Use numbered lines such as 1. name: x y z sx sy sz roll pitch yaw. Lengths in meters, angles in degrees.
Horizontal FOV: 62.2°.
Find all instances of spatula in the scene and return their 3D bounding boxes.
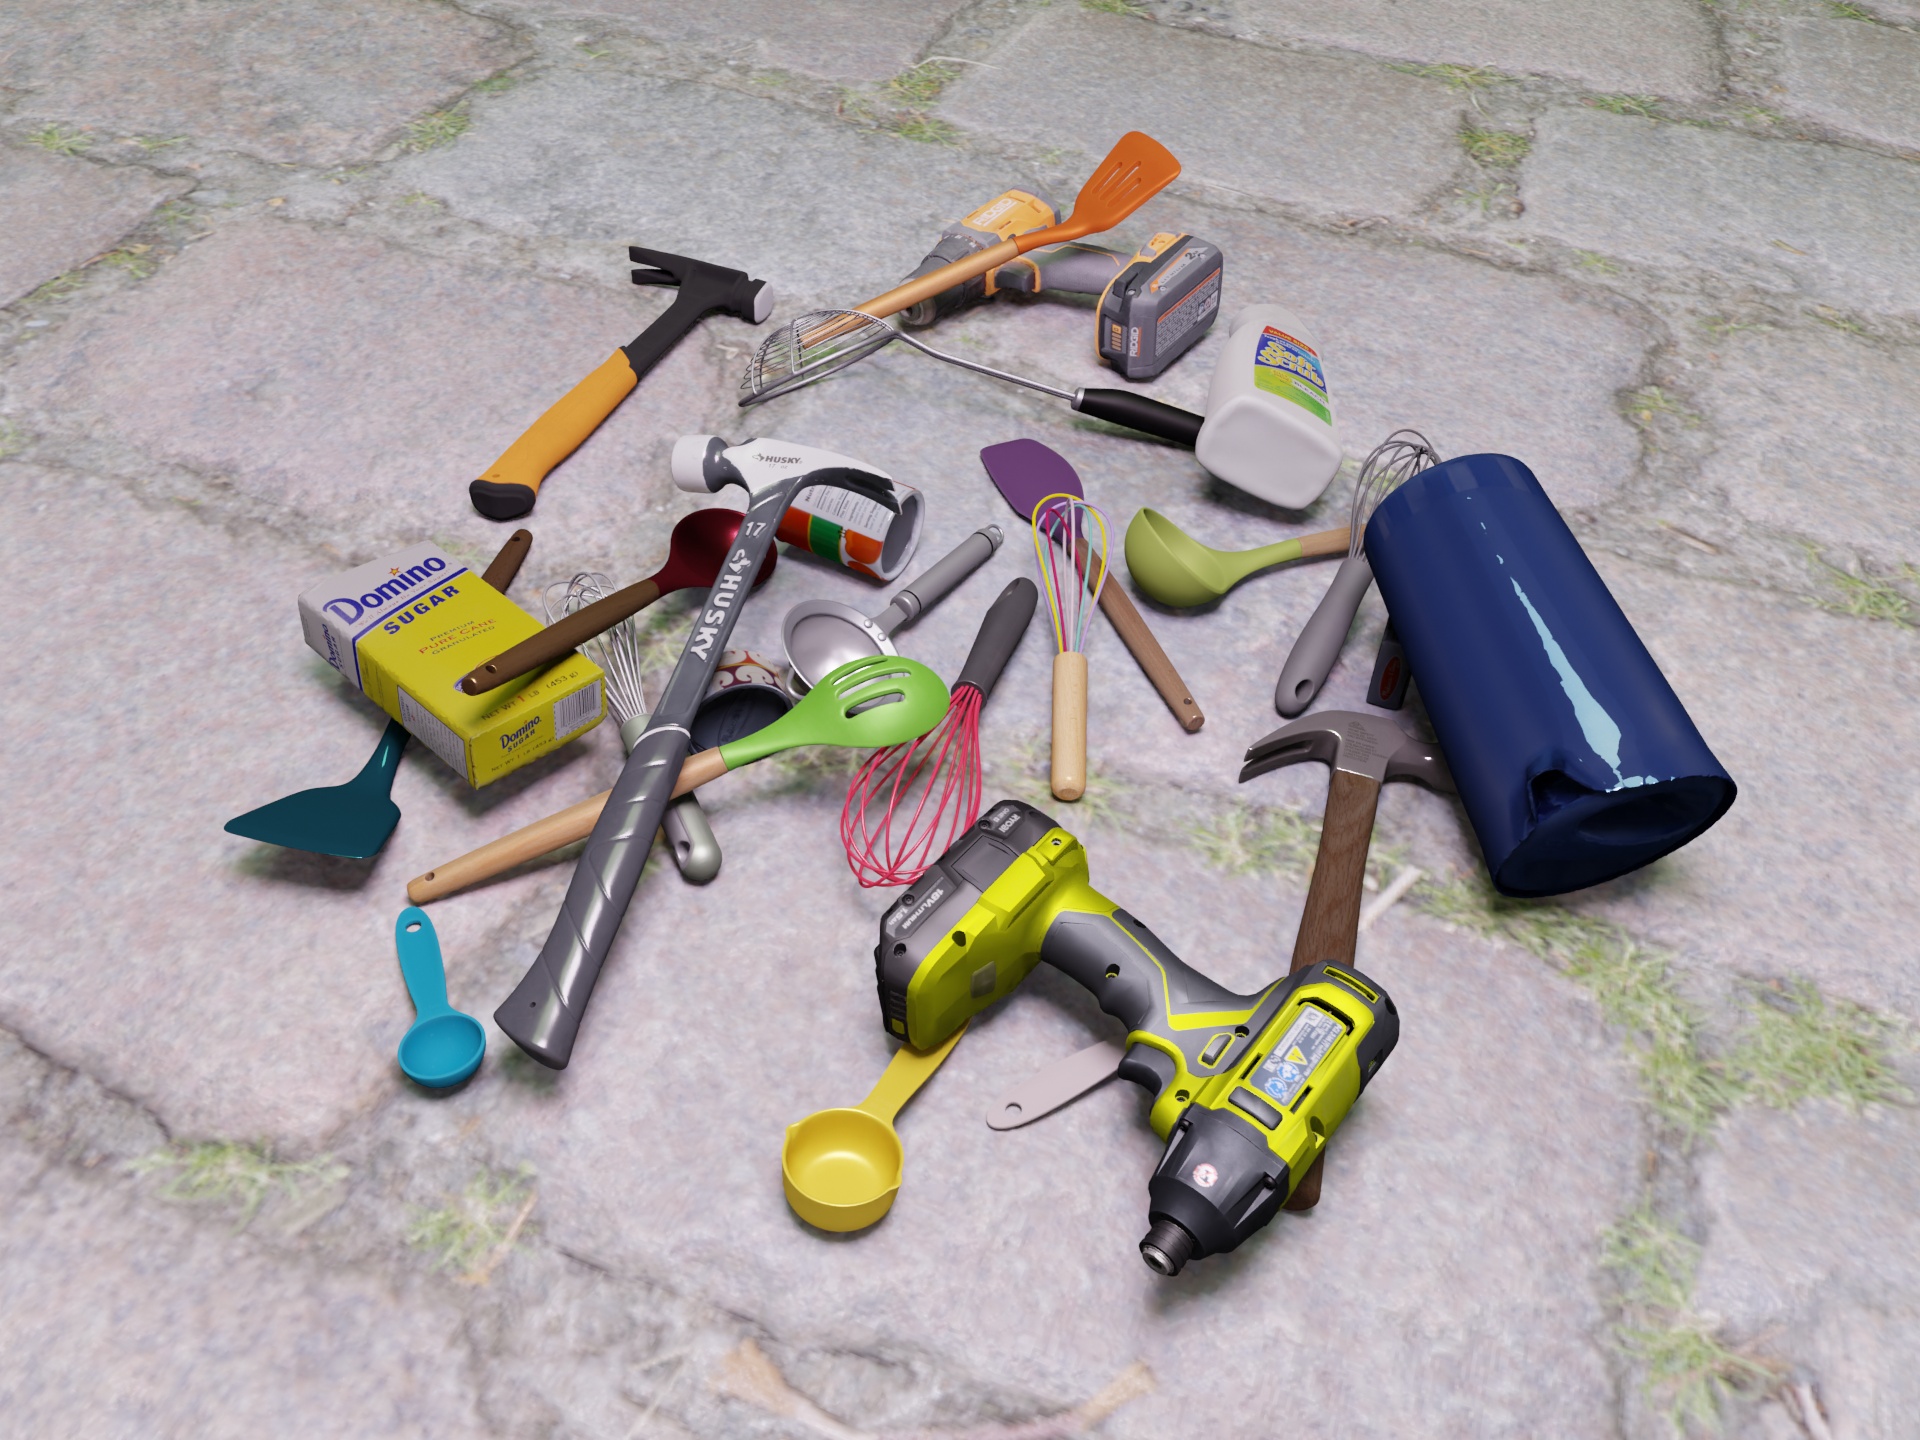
1. spatula: -0.322 -0.026 0.956 0.082 0.044 0.318 10 44 4
2. spatula: 0.092 -0.104 1.083 0.059 0.018 0.316 -15 47 -14
3. spatula: 0.019 -0.367 1.239 0.322 0.041 0.081 -26 49 -8

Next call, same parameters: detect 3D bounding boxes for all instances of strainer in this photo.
1. strainer: -0.040 -0.068 1.023 0.087 0.050 0.258 46 47 1

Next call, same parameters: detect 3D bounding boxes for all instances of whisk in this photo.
1. whisk: -0.002 -0.003 0.948 0.073 0.073 0.296 15 40 10
2. whisk: 0.066 -0.054 1.007 0.051 0.047 0.245 -27 43 34
3. whisk: 0.258 -0.099 1.042 0.055 0.055 0.239 23 65 18
4. whisk: -0.193 -0.002 0.941 0.059 0.057 0.247 6 40 -42

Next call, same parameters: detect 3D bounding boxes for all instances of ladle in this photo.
1. ladle: -0.198 -0.071 0.953 0.069 0.031 0.315 37 28 4
2. ladle: 0.258 -0.132 1.099 0.320 0.062 0.078 -12 50 -19

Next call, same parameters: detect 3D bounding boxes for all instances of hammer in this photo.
1. hammer: -0.150 -0.002 0.865 0.149 0.036 0.409 6 56 17
2. hammer: -0.270 -0.259 1.199 0.127 0.034 0.337 18 47 12
3. hammer: 0.198 0.113 0.865 0.130 0.031 0.331 15 46 10

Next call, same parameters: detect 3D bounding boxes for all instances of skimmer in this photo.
1. skimmer: 0.021 -0.228 1.183 0.363 0.090 0.127 15 8 -5

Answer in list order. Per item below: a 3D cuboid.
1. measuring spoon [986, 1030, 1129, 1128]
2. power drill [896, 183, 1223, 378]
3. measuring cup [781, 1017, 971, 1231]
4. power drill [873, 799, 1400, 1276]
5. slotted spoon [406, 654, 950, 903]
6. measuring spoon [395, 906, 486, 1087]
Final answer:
1. measuring spoon: 0.068 0.178 0.806 0.124 0.018 0.034 -24 51 -17
2. power drill: 0.074 -0.353 1.291 0.226 0.084 0.185 27 52 26
3. measuring cup: -0.033 0.190 0.782 0.062 0.029 0.156 21 35 19
4. power drill: 0.073 0.147 0.764 0.223 0.080 0.171 30 54 26
5. slotted spoon: -0.154 0.033 0.876 0.314 0.031 0.070 -23 48 -6
6. measuring spoon: -0.271 0.142 0.815 0.042 0.021 0.129 -16 39 -18
